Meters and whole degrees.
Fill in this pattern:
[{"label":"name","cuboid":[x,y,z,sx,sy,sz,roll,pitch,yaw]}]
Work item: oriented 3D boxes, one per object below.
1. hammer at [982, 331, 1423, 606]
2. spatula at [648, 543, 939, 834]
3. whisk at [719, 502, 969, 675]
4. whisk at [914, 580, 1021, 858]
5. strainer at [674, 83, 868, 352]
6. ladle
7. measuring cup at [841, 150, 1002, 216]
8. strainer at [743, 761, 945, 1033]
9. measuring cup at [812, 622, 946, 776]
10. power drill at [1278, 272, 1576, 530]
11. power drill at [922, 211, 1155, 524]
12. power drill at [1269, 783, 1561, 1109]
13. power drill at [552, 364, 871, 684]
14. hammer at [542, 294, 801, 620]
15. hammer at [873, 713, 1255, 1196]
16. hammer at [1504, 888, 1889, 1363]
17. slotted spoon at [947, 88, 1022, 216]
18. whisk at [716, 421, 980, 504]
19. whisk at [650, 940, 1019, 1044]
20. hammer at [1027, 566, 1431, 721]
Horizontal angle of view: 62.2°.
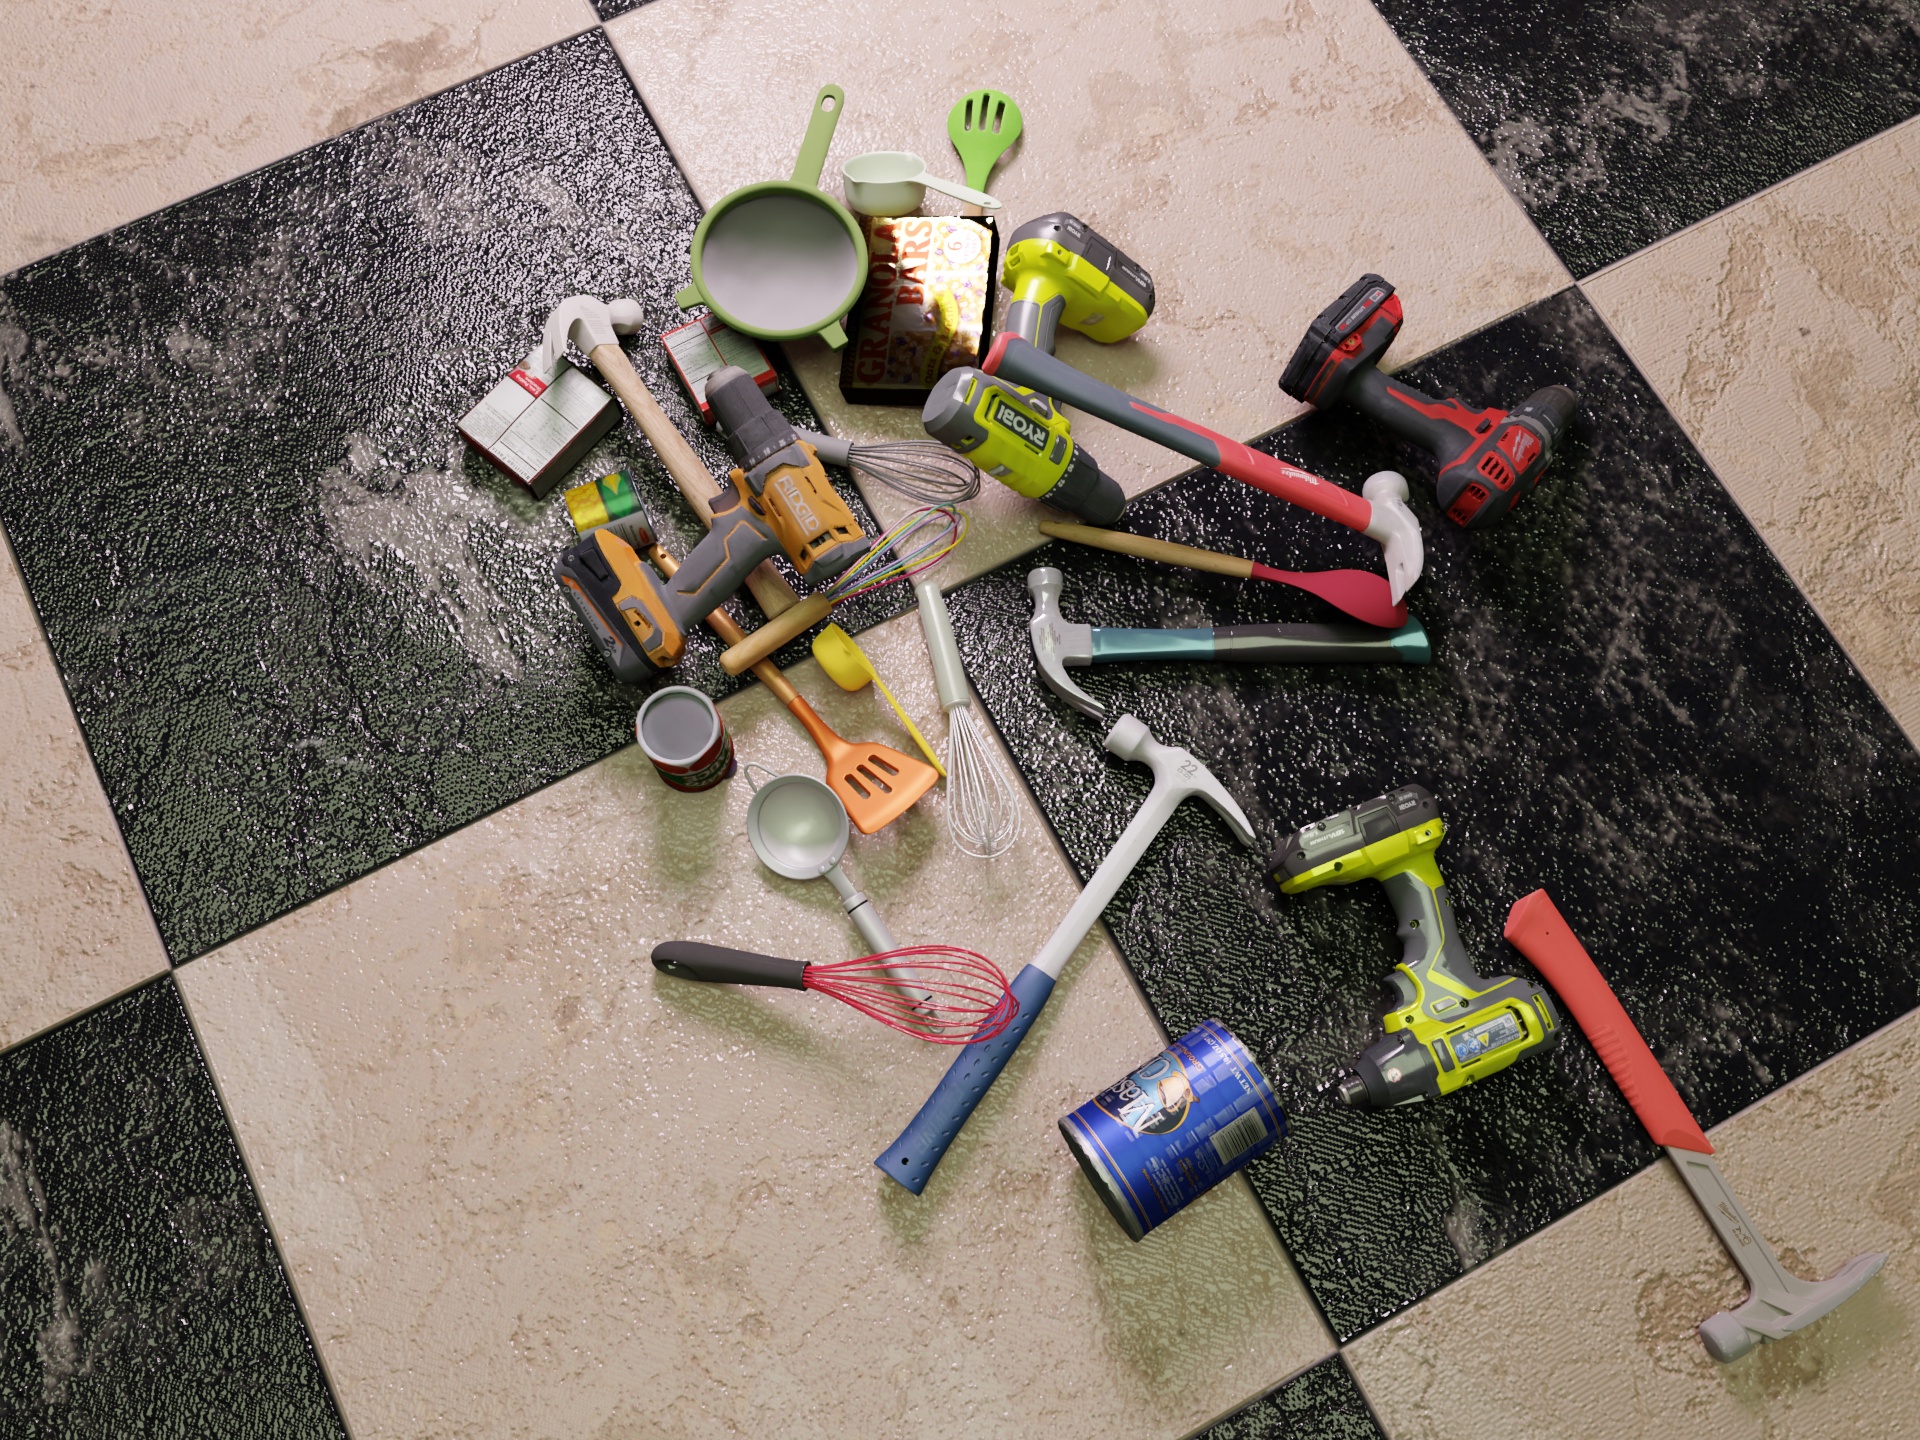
[{"label":"hammer","cuboid":[0.197,-0.210,1.275,0.386,0.038,0.143,21,43,-13]},{"label":"spatula","cuboid":[-0.151,-0.036,1.305,0.081,0.041,0.323,-39,76,-19]},{"label":"whisk","cuboid":[-0.093,-0.109,1.313,0.245,0.051,0.047,-35,79,-16]},{"label":"whisk","cuboid":[-0.002,-0.004,1.295,0.059,0.057,0.246,-16,69,3]},{"label":"strainer","cuboid":[-0.144,-0.435,1.395,0.151,0.069,0.256,14,74,0]},{"label":"ladle","cuboid":[0.218,-0.131,1.330,0.315,0.031,0.069,14,34,12]},{"label":"measuring cup","cuboid":[-0.032,-0.463,1.411,0.168,0.038,0.083,27,47,27]},{"label":"strainer","cuboid":[-0.088,0.138,1.253,0.087,0.050,0.258,-37,82,18]},{"label":"measuring cup","cuboid":[-0.067,-0.010,1.299,0.029,0.062,0.156,-37,88,7]},{"label":"power drill","cuboid":[0.408,-0.279,1.355,0.227,0.080,0.188,40,57,11]},{"label":"power drill","cuboid":[0.084,-0.291,1.346,0.190,0.080,0.229,29,68,-26]},{"label":"power drill","cuboid":[0.336,0.177,1.225,0.171,0.080,0.223,-21,77,-7]},{"label":"power drill","cuboid":[-0.210,-0.155,1.265,0.226,0.084,0.185,-31,95,4]},{"label":"hammer","cuboid":[-0.240,-0.223,1.342,0.031,0.130,0.331,-40,82,33]},{"label":"hammer","cuboid":[0.075,0.191,1.239,0.144,0.035,0.405,34,76,10]},{"label":"hammer","cuboid":[0.538,0.287,1.212,0.149,0.036,0.359,-27,75,-8]},{"label":"slotted spoon","cuboid":[0.011,-0.443,1.439,0.070,0.031,0.314,5,74,4]},{"label":"whisk","cuboid":[-0.097,-0.230,1.363,0.239,0.055,0.055,14,73,8]},{"label":"whisk","cuboid":[-0.099,0.196,1.209,0.296,0.073,0.073,5,73,15]},{"label":"hammer","cuboid":[0.222,-0.065,1.320,0.331,0.033,0.128,-1,72,-1]}]
